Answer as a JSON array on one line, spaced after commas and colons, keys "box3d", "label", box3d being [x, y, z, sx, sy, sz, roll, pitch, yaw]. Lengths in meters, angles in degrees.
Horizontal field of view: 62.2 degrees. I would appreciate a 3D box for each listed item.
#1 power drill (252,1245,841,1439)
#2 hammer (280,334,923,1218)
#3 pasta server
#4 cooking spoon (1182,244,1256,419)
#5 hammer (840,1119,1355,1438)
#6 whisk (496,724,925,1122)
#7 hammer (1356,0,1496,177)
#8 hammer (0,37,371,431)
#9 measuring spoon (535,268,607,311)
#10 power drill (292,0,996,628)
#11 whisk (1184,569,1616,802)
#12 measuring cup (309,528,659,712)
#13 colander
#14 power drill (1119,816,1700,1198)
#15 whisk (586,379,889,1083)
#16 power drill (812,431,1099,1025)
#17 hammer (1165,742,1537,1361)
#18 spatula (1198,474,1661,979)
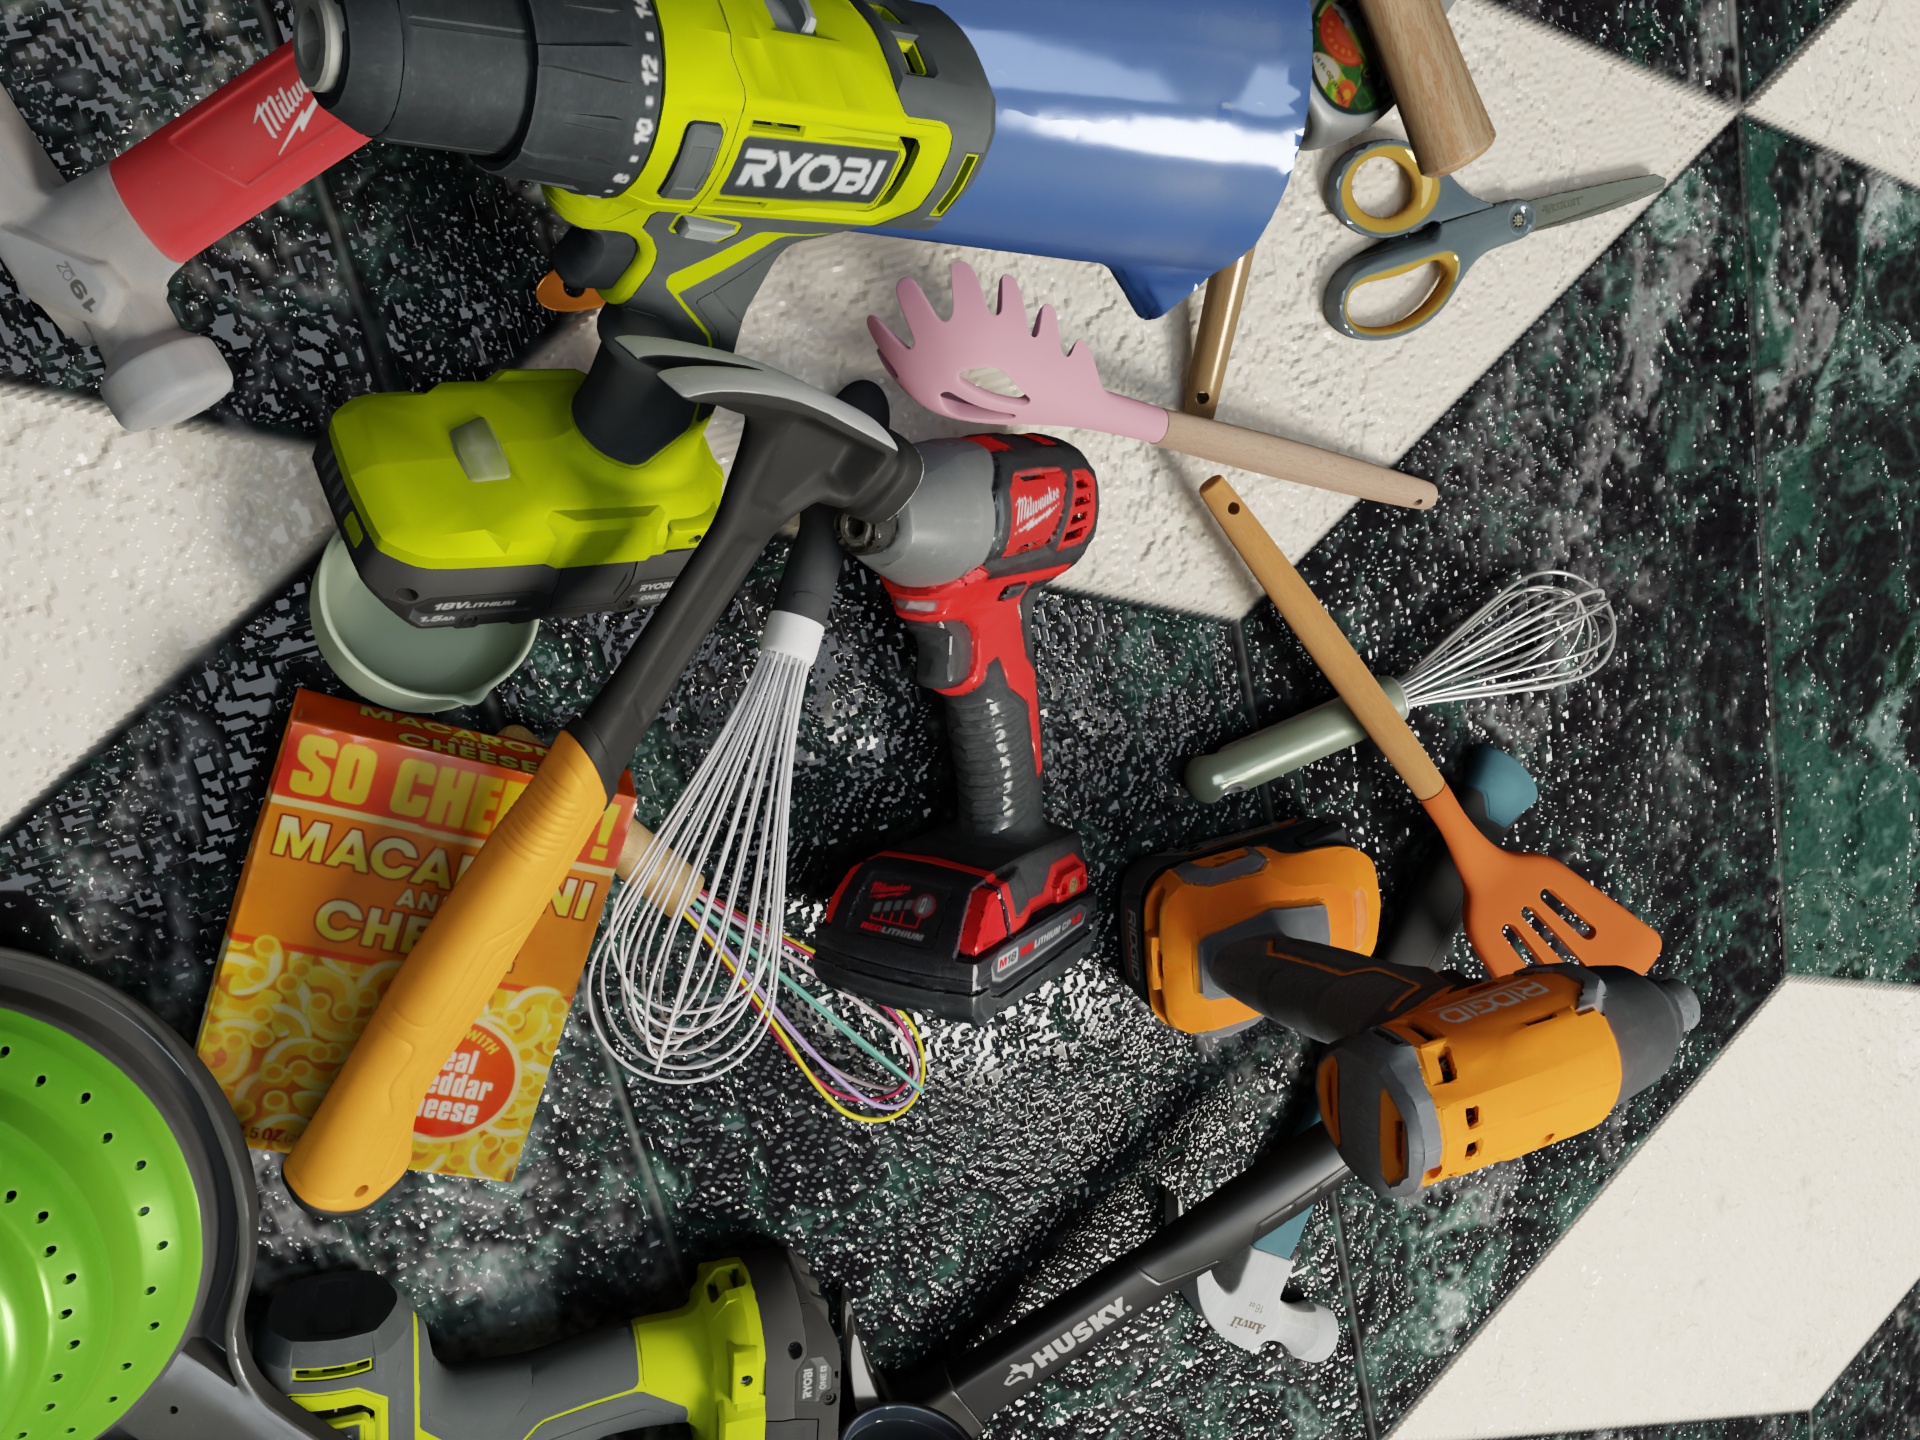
[{"box3d": [-0.169, 0.306, 0.658, 0.223, 0.080, 0.171, -1, 103, -20], "label": "power drill"}, {"box3d": [-0.139, 0.033, 0.524, 0.337, 0.034, 0.127, -56, 153, 13], "label": "hammer"}, {"box3d": [0.100, -0.126, 0.672, 0.316, 0.060, 0.040, 5, 60, -38], "label": "pasta server"}, {"box3d": [0.125, -0.266, 0.623, 0.069, 0.017, 0.318, 9, 122, 0], "label": "cooking spoon"}, {"box3d": [0.098, 0.249, 0.749, 0.335, 0.035, 0.146, -33, 113, -1], "label": "hammer"}, {"box3d": [-0.098, 0.089, 0.654, 0.047, 0.051, 0.244, -46, 113, -1], "label": "whisk"}, {"box3d": [0.133, -0.369, 0.609, 0.130, 0.031, 0.331, -35, 111, -13], "label": "hammer"}, {"box3d": [-0.130, -0.237, 0.461, 0.386, 0.038, 0.143, -26, 100, 13], "label": "hammer"}, {"box3d": [-0.106, -0.179, 0.605, 0.117, 0.011, 0.021, -23, 112, -14], "label": "measuring spoon"}, {"box3d": [-0.116, -0.126, 0.481, 0.190, 0.228, 0.080, -11, 64, -40], "label": "power drill"}, {"box3d": [0.216, -0.014, 0.771, 0.246, 0.057, 0.059, -22, 76, -15], "label": "whisk"}, {"box3d": [-0.160, -0.053, 0.597, 0.167, 0.038, 0.083, -21, 88, -37], "label": "measuring cup"}, {"box3d": [-0.283, 0.233, 0.525, 0.397, 0.094, 0.204, 41, 89, -13], "label": "colander"}, {"box3d": [0.185, 0.111, 0.681, 0.164, 0.227, 0.084, -12, 107, -21], "label": "power drill"}, {"box3d": [-0.074, -0.001, 0.614, 0.070, 0.070, 0.285, 22, 79, -27], "label": "whisk"}, {"box3d": [-0.001, -0.002, 0.629, 0.143, 0.078, 0.219, -18, 112, -57], "label": "power drill"}, {"box3d": [0.208, 0.167, 0.814, 0.128, 0.033, 0.331, 26, 91, -28], "label": "hammer"}, {"box3d": [0.209, 0.016, 0.731, 0.081, 0.041, 0.322, -41, 108, -4], "label": "spatula"}]
